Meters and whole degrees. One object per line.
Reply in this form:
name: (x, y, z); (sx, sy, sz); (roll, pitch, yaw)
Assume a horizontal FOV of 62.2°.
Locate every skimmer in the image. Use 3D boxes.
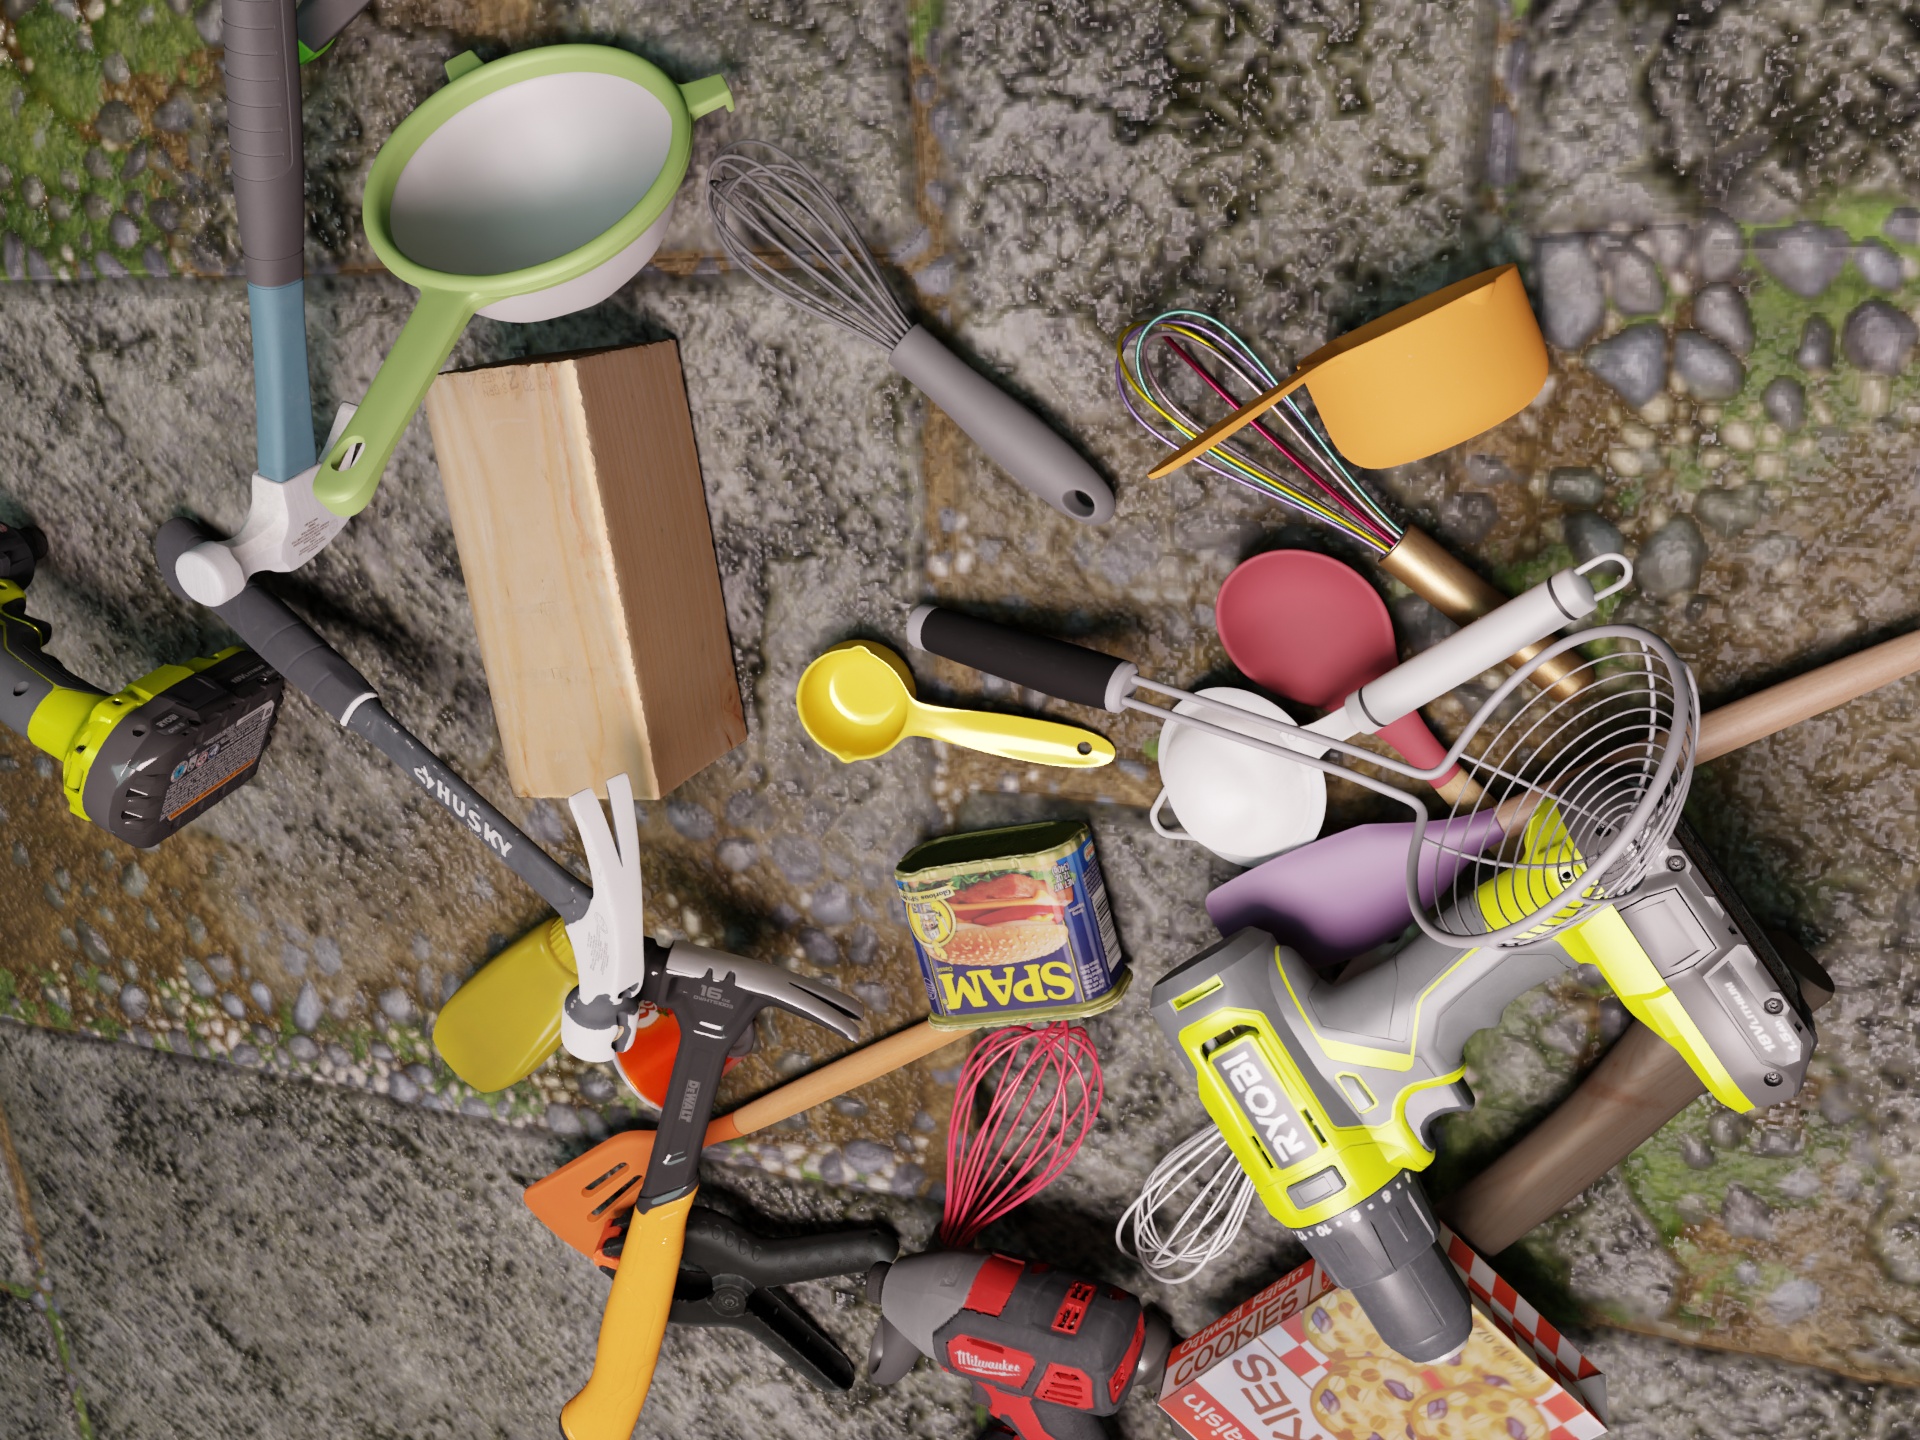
skimmer: (0.102, -0.012, 0.629); (0.363, 0.090, 0.127); (20, 75, 38)

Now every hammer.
hammer: (-0.154, 0.273, 0.856); (0.127, 0.034, 0.336); (16, 112, -5)
hammer: (-0.297, 0.000, 0.811); (0.409, 0.036, 0.149); (35, 130, 27)
hammer: (-0.318, -0.217, 0.734); (0.033, 0.128, 0.330); (22, 126, 12)
hammer: (0.242, 0.245, 0.745); (0.146, 0.038, 0.410); (39, 120, 3)

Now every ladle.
ladle: (0.231, 0.043, 0.694); (0.315, 0.031, 0.069); (46, 123, -1)

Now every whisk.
whisk: (0.167, -0.091, 0.666); (0.245, 0.047, 0.051); (38, 116, 0)
whisk: (-0.022, -0.170, 0.708); (0.239, 0.055, 0.055); (41, 118, -1)
whisk: (0.151, 0.181, 0.765); (0.059, 0.058, 0.246); (20, 115, -25)
whisk: (0.004, 0.262, 0.845); (0.073, 0.073, 0.295); (29, 121, 10)

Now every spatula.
spatula: (-0.105, 0.222, 0.880); (0.322, 0.041, 0.081); (-30, 116, 26)
spatula: (0.251, 0.034, 0.662); (0.316, 0.018, 0.059); (-28, 104, 23)

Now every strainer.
strainer: (-0.201, -0.183, 0.696); (0.151, 0.256, 0.069); (13, 156, 18)
strainer: (0.162, -0.001, 0.664); (0.258, 0.050, 0.087); (-35, 84, 39)

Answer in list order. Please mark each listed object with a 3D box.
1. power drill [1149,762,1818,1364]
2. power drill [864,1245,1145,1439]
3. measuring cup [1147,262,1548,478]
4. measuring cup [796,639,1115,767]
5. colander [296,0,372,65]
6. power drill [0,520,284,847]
power drill: (0.213, 0.140, 0.644); (0.228, 0.080, 0.190); (-35, 81, 24)
power drill: (0.029, 0.364, 0.828); (0.143, 0.078, 0.219); (7, 124, 25)
measuring cup: (0.147, -0.113, 0.601); (0.052, 0.173, 0.095); (61, 161, -11)
measuring cup: (-0.001, -0.002, 0.774); (0.156, 0.029, 0.062); (11, 113, 5)
colander: (-0.163, -0.345, 0.670); (0.397, 0.205, 0.094); (-15, 138, 41)
power drill: (-0.504, -0.035, 0.884); (0.223, 0.171, 0.080); (29, 117, 0)
